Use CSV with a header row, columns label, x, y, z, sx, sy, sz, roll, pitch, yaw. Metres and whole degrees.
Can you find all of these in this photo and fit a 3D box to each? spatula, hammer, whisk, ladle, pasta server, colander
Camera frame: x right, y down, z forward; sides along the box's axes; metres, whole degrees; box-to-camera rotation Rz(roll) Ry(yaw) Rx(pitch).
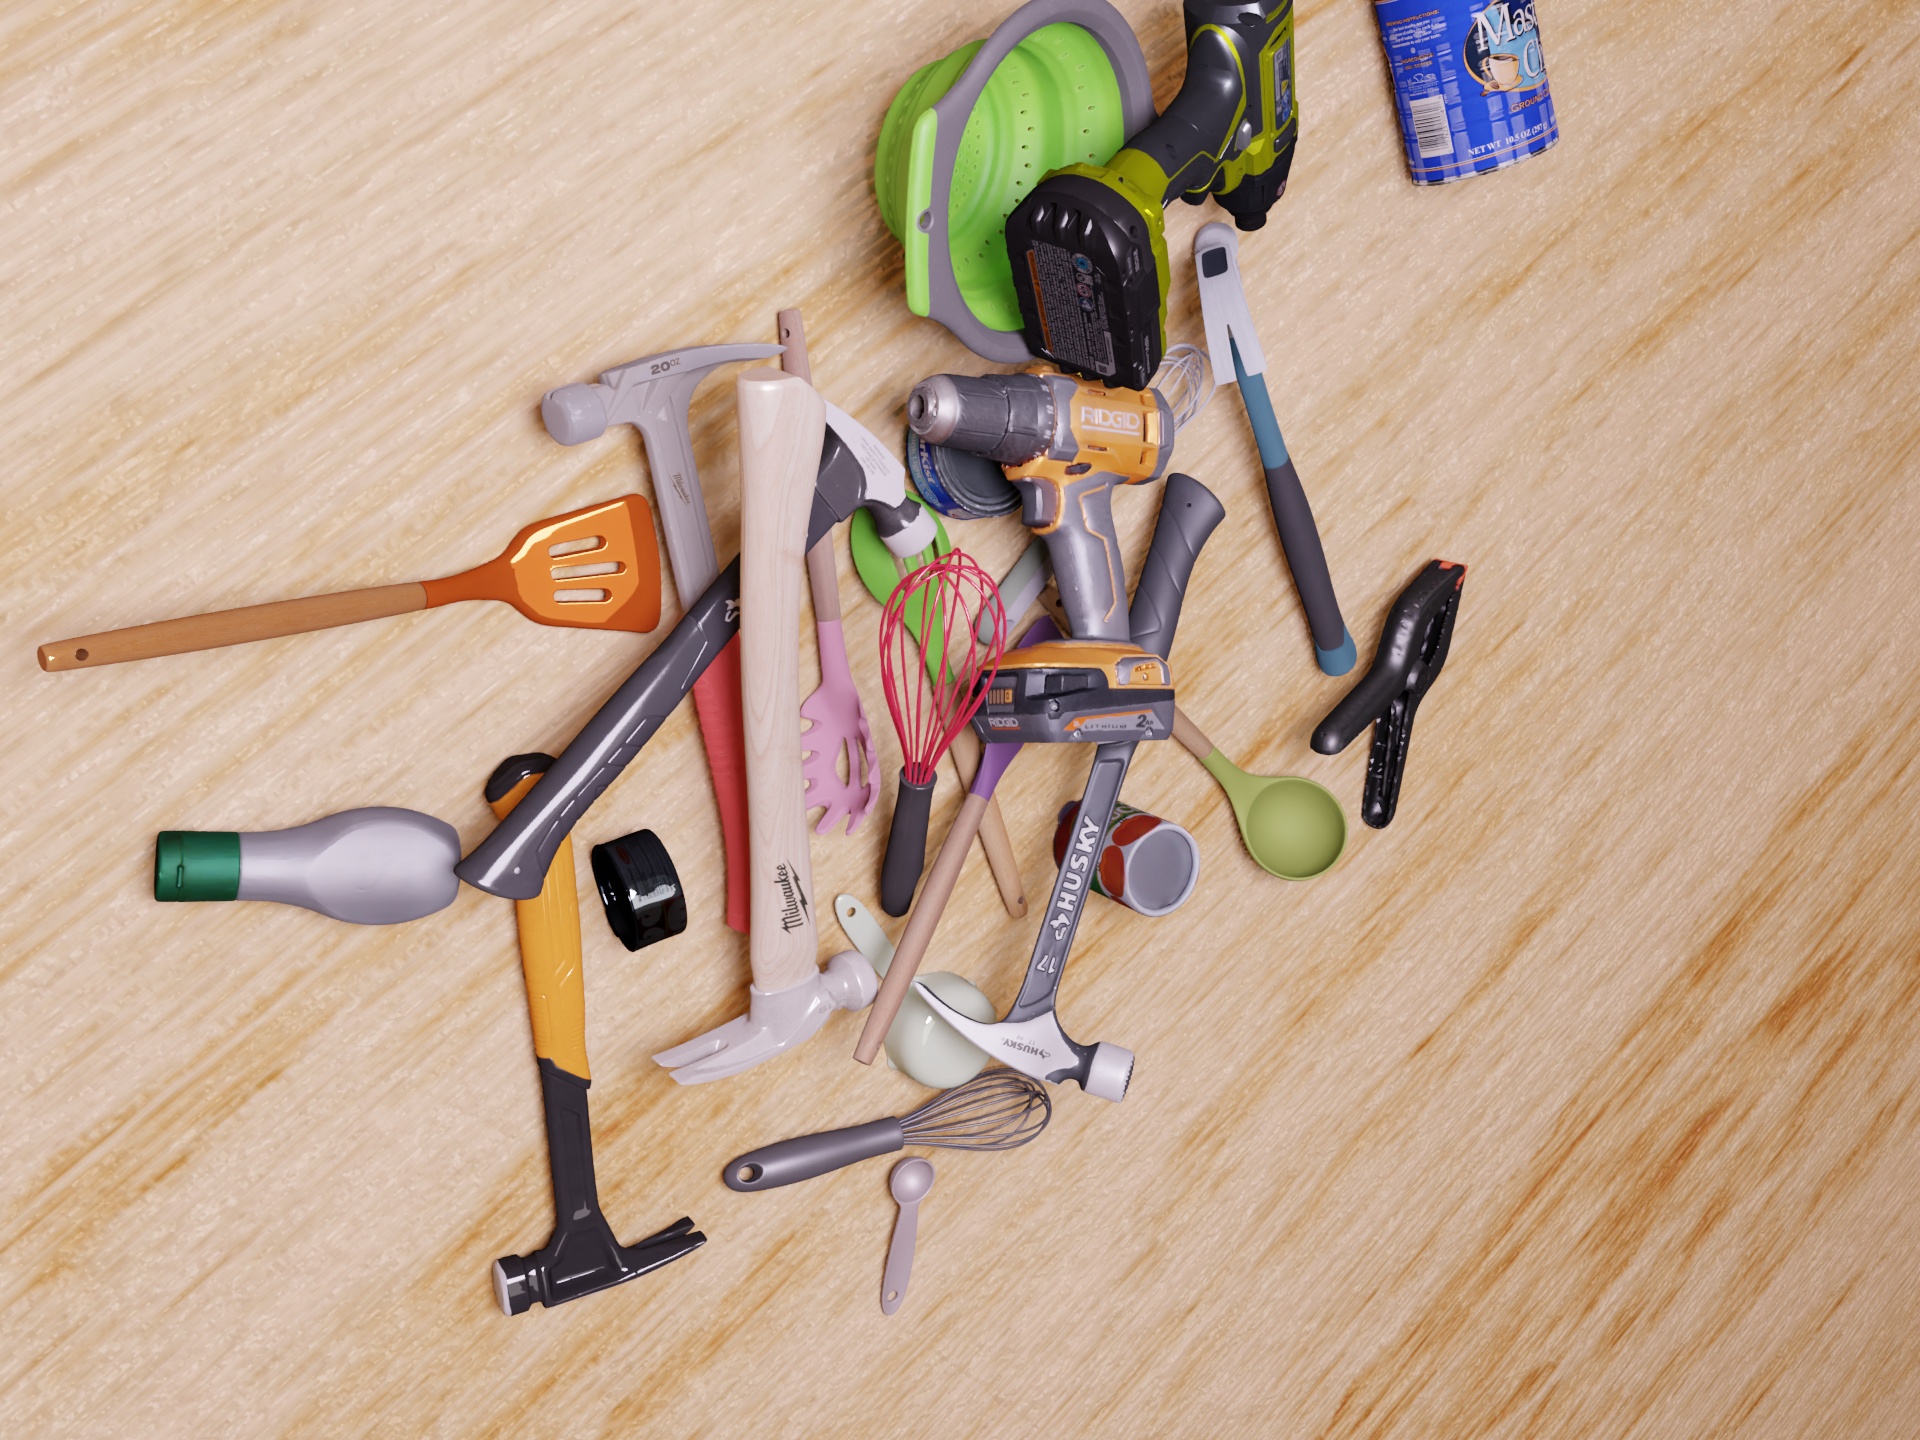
label,x,y,z,sx,sy,sz,roll,pitch,yaw
spatula,0.001,0.071,1.019,0.059,0.018,0.316,48,60,-52
hammer,-0.136,-0.036,0.938,0.149,0.037,0.359,-26,116,-37
whisk,-0.044,0.280,1.065,0.239,0.055,0.055,-8,105,-25
hammer,0.093,0.029,1.039,0.149,0.036,0.409,16,80,11
spatula,-0.294,-0.060,0.814,0.322,0.041,0.081,-18,110,-47
whisk,0.087,-0.150,1.050,0.246,0.059,0.057,-54,149,-5
whisk,-0.022,0.019,0.950,0.073,0.073,0.295,-17,139,-27
hammer,-0.228,0.182,0.939,0.127,0.034,0.336,-11,106,-28
ladle,0.165,0.008,1.125,0.319,0.062,0.078,42,76,-28
pasta server,-0.087,-0.086,0.963,0.040,0.060,0.316,-30,117,-60
hammer,-0.111,0.014,0.880,0.146,0.038,0.410,-20,123,-38
hammer,-0.154,-0.040,0.872,0.335,0.035,0.146,-51,127,-15
hammer,0.223,-0.171,1.106,0.033,0.128,0.330,-15,123,17
colander,0.070,-0.350,0.976,0.397,0.095,0.204,-31,136,-42

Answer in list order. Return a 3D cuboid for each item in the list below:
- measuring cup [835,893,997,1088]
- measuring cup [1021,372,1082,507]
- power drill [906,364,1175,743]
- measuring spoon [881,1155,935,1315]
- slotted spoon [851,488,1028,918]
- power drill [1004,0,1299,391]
label,x,y,z,sx,sy,sz,roll,pitch,yaw
measuring cup,-0.031,0.178,1.052,0.083,0.038,0.167,-42,120,-17
measuring cup,0.069,-0.209,1.042,0.062,0.029,0.156,28,97,-24
power drill,0.050,-0.099,0.955,0.185,0.084,0.226,0,89,-39
measuring spoon,-0.043,0.355,1.102,0.034,0.018,0.124,0,107,-33
slotted spoon,-0.002,-0.003,1.039,0.070,0.031,0.313,-31,116,-29
power drill,0.125,-0.305,0.928,0.223,0.080,0.171,-53,151,-21
